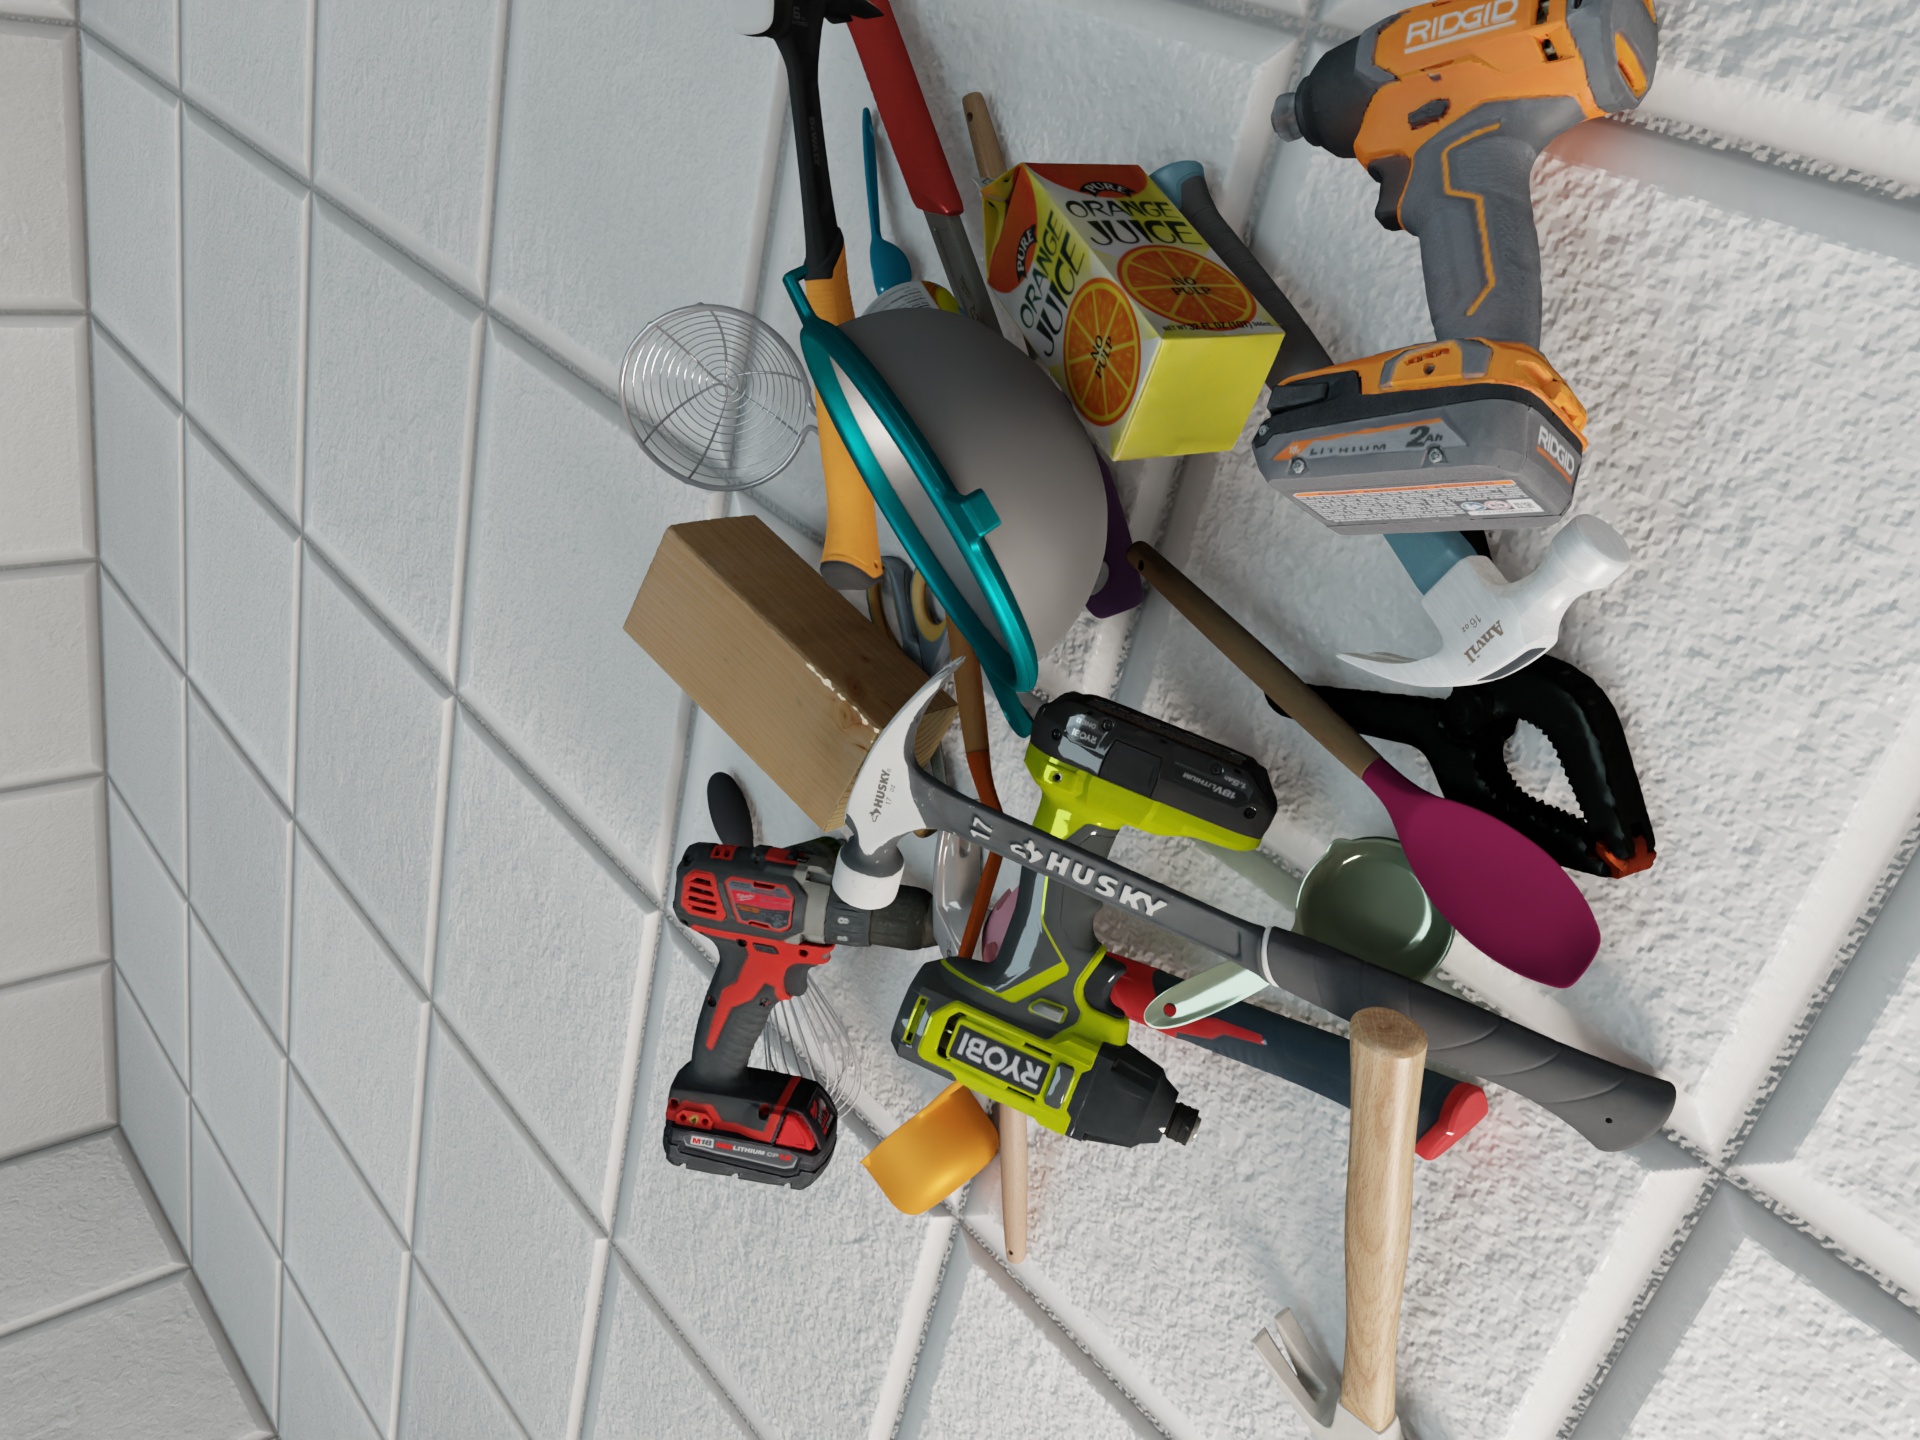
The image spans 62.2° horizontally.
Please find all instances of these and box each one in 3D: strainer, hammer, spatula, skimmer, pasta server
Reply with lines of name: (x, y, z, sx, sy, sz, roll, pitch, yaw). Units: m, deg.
strainer: (0.028, -0.095, 0.846, 0.211, 0.095, 0.340, 55, 176, 32)
hammer: (0.122, 0.149, 0.918, 0.386, 0.038, 0.143, 13, 107, 46)
spatula: (0.047, -0.213, 0.926, 0.060, 0.018, 0.316, -17, 87, 50)
skimmer: (-0.070, -0.154, 0.983, 0.364, 0.090, 0.127, 33, 125, 34)
hammer: (-0.073, -0.242, 0.912, 0.034, 0.127, 0.336, 3, 108, 24)
spatula: (-0.002, -0.003, 0.979, 0.081, 0.041, 0.323, 110, 153, -78)
hammer: (0.204, 0.272, 0.792, 0.130, 0.031, 0.331, 27, 136, 42)
pasta server: (0.038, 0.234, 0.997, 0.060, 0.040, 0.316, 28, 135, 35)
hammer: (-0.021, -0.340, 0.939, 0.149, 0.036, 0.359, -41, 66, 63)
hammer: (0.133, 0.100, 0.761, 0.409, 0.036, 0.149, 23, 122, 13)
hammer: (0.172, -0.154, 0.759, 0.128, 0.033, 0.331, -54, 53, 40)

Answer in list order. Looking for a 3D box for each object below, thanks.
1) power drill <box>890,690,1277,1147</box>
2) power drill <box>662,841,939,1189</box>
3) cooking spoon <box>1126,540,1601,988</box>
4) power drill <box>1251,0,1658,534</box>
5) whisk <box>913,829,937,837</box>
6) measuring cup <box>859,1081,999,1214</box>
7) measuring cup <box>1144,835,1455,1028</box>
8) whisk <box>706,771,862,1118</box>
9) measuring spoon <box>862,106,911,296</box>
power drill: (0.078, 0.111, 0.857, 0.171, 0.080, 0.223, 22, 99, 11)
power drill: (-0.111, 0.201, 1.099, 0.188, 0.080, 0.226, 9, 102, 5)
cooking spoon: (0.184, 0.007, 0.778, 0.319, 0.017, 0.068, 48, 141, 32)
power drill: (0.192, -0.197, 0.669, 0.164, 0.084, 0.226, 3, 77, 42)
whisk: (-0.083, -0.023, 1.106, 0.245, 0.047, 0.051, 55, 143, 18)
measuring cup: (-0.003, 0.270, 1.036, 0.052, 0.095, 0.173, 53, 146, 15)
measuring cup: (0.169, 0.115, 0.804, 0.167, 0.038, 0.083, -29, 82, 18)
whisk: (-0.146, 0.170, 1.213, 0.070, 0.070, 0.285, -38, 66, 46)
measuring spoon: (-0.046, -0.325, 1.001, 0.021, 0.042, 0.128, -6, 87, 12)
